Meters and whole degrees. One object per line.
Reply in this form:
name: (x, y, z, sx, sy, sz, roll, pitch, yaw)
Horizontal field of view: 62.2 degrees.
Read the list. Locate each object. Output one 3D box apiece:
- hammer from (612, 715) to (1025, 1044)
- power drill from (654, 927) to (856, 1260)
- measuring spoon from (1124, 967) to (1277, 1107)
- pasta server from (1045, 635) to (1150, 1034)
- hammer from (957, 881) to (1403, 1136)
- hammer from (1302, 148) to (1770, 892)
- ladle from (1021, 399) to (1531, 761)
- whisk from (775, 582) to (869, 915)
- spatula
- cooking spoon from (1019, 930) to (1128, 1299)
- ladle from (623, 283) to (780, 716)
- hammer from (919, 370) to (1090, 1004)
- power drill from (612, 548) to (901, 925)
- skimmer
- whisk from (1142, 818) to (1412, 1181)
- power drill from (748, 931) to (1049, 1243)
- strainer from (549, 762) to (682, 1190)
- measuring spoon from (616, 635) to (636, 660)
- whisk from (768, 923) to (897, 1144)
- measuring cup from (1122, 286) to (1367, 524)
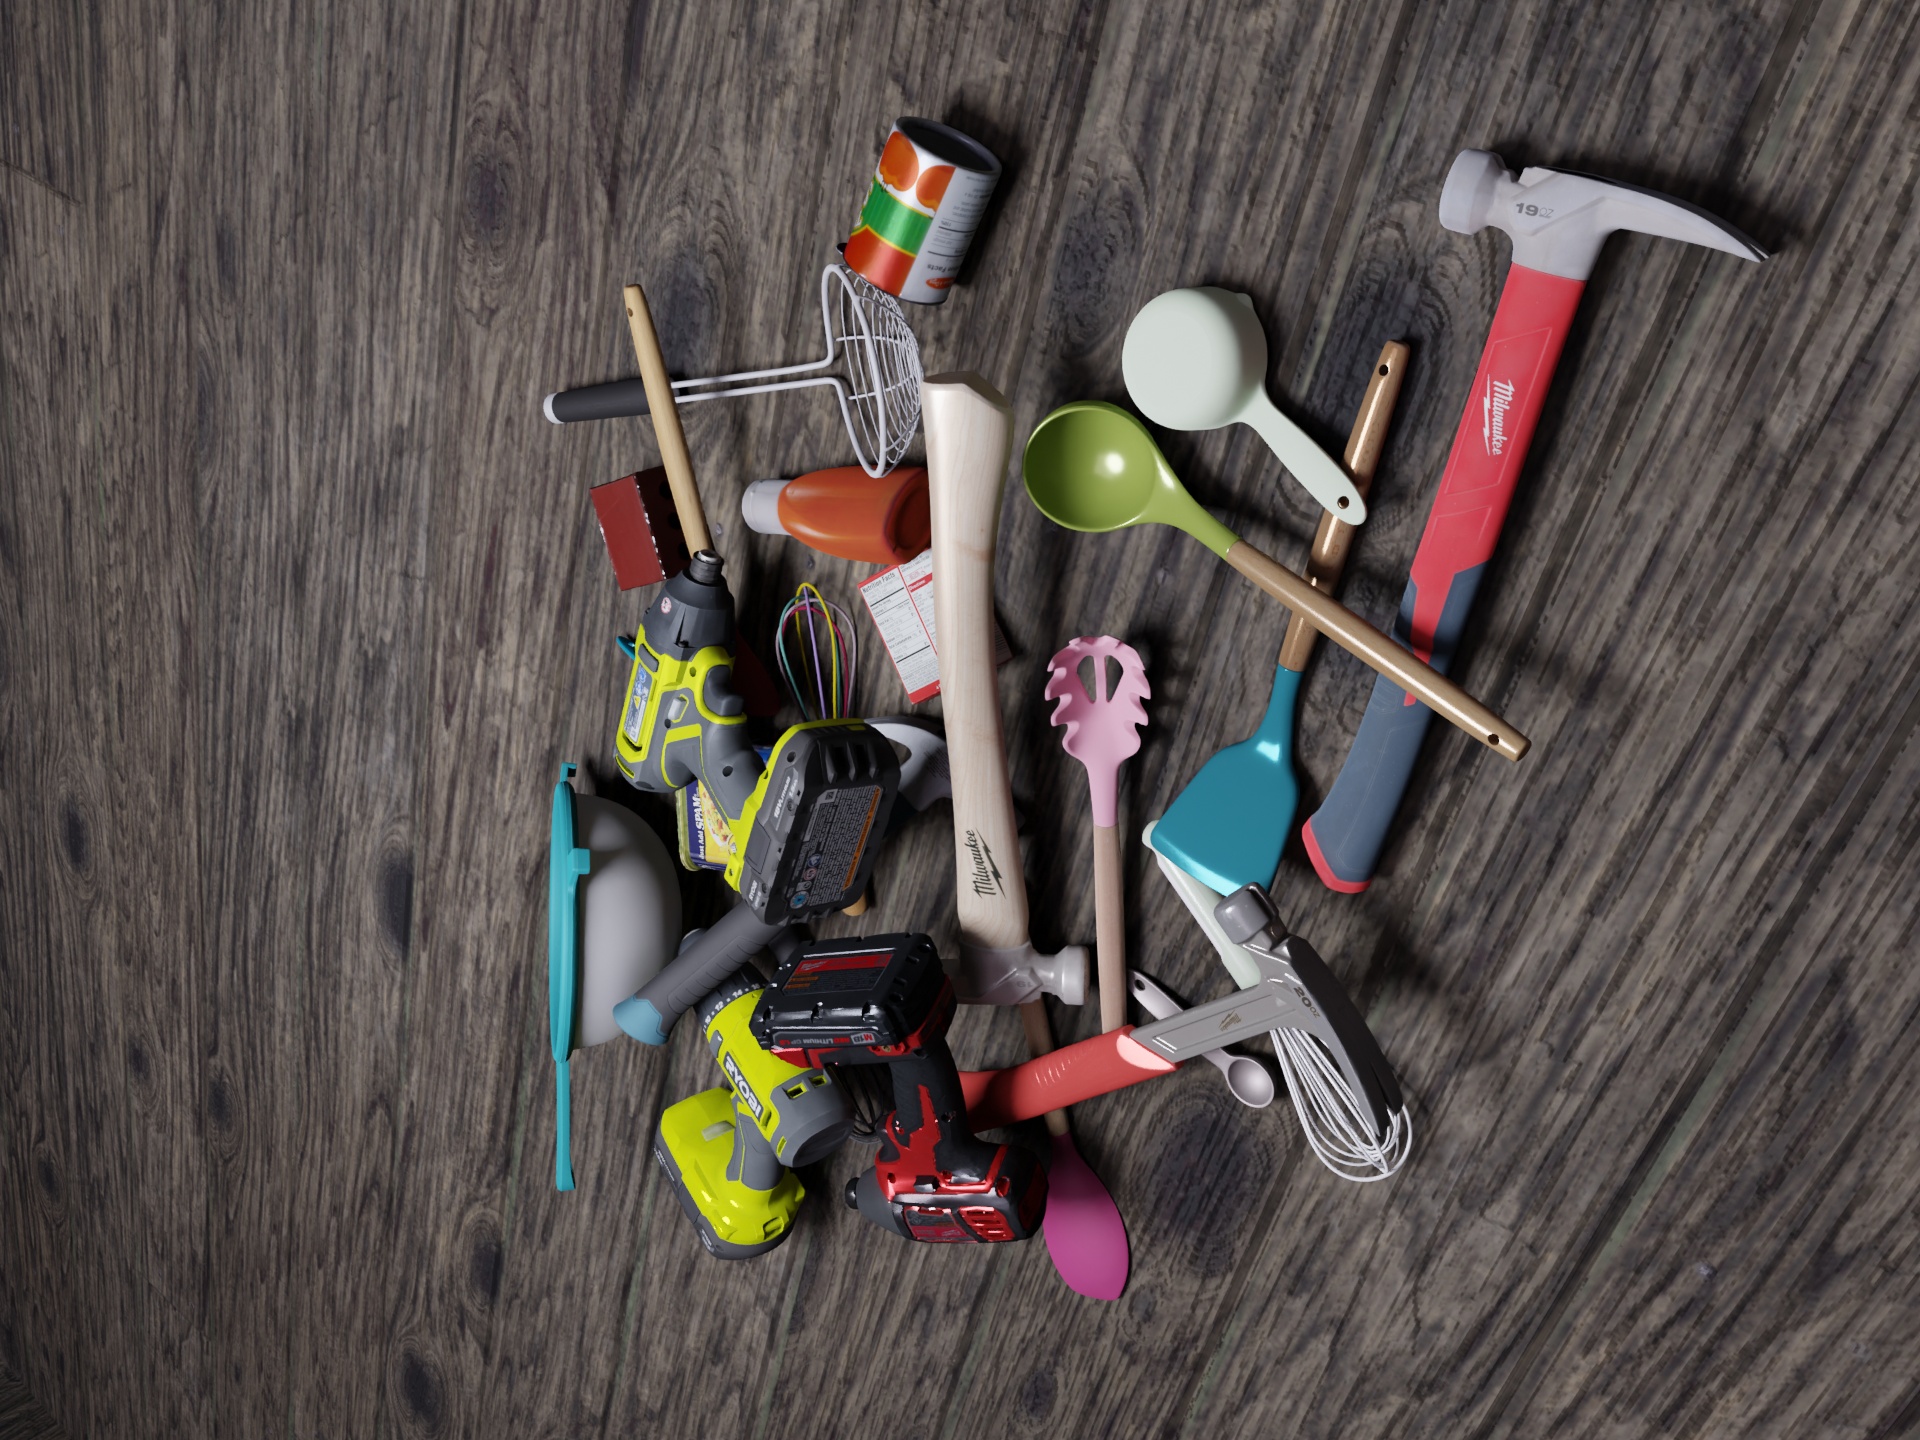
hammer: (-0.116, 0.119, 1.082, 0.331, 0.033, 0.128, -41, 87, 19)
power drill: (-0.167, 0.282, 1.196, 0.191, 0.080, 0.228, 51, 140, 29)
measuring spoon: (0.152, 0.195, 1.002, 0.124, 0.018, 0.034, 39, 131, 27)
pasta server: (0.090, 0.090, 0.976, 0.060, 0.040, 0.316, 0, 114, 9)
hammer: (0.101, 0.218, 0.986, 0.359, 0.037, 0.149, -35, 88, 48)
hammer: (0.261, -0.073, 0.800, 0.143, 0.038, 0.386, 25, 120, 25)
ladle: (0.156, -0.072, 0.832, 0.320, 0.062, 0.078, 41, 134, 30)
whisk: (-0.088, 0.024, 1.094, 0.047, 0.051, 0.244, 5, 113, 29)
spatula: (0.183, -0.050, 0.862, 0.082, 0.044, 0.317, 32, 123, 33)
cooking spoon: (0.062, 0.257, 1.086, 0.069, 0.017, 0.318, -2, 106, 36)
ladle: (-0.177, -0.134, 1.060, 0.069, 0.031, 0.315, 18, 130, 41)
hammer: (-0.002, -0.003, 0.957, 0.146, 0.038, 0.410, 0, 116, 10)
power drill: (-0.138, 0.009, 1.009, 0.223, 0.080, 0.171, 42, 125, 38)
skimmer: (-0.166, -0.213, 1.028, 0.363, 0.090, 0.127, 2, 111, 36)
whisk: (0.183, 0.163, 0.944, 0.059, 0.057, 0.246, -35, 79, 5)
power drill: (-0.042, 0.248, 1.028, 0.143, 0.079, 0.219, -9, 117, 29)
strainer: (-0.268, 0.212, 1.232, 0.211, 0.095, 0.340, -131, 43, -65)
measuring spoon: (-0.209, -0.036, 1.170, 0.129, 0.042, 0.021, 37, 107, 28)
whisk: (-0.109, 0.201, 1.176, 0.055, 0.055, 0.239, -31, 84, 40)
measuring cup: (0.148, -0.160, 0.834, 0.168, 0.038, 0.083, 51, 129, 22)
